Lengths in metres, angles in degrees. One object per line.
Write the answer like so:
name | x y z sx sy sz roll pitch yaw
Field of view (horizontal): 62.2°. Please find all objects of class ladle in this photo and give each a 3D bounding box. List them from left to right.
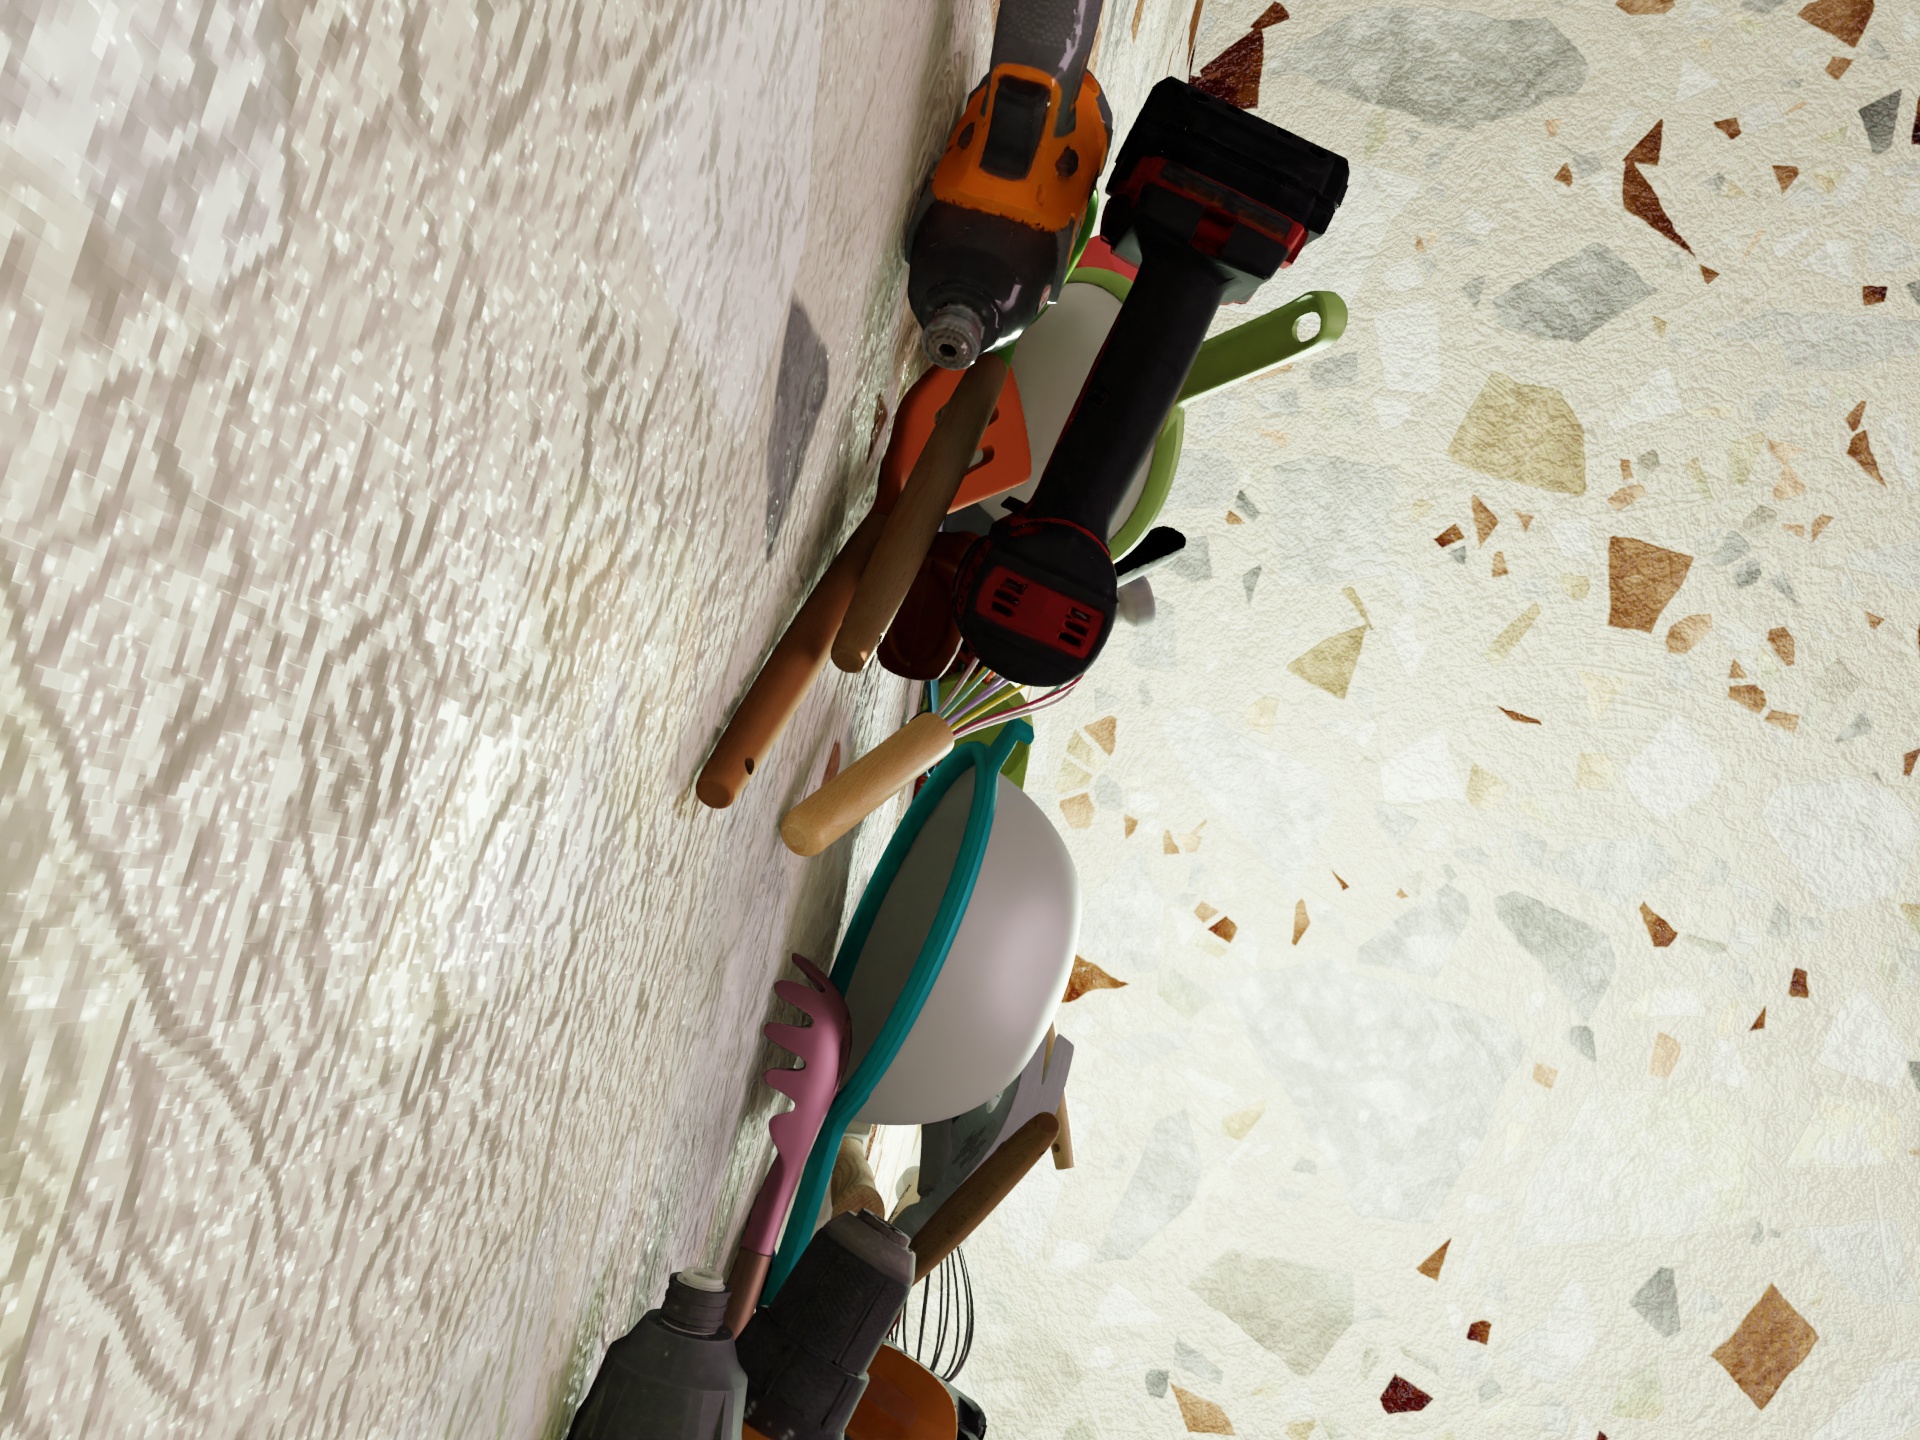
ladle | -0.019 0.251 0.741 0.069 0.031 0.315 -23 156 -37
ladle | 0.032 0.123 1.011 0.062 0.078 0.320 5 71 -51

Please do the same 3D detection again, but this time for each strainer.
strainer | -0.016 0.178 0.792 0.211 0.095 0.341 -45 -156 62
strainer | 0.065 -0.153 0.740 0.256 0.069 0.151 -10 -94 57

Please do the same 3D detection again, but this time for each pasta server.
pasta server | -0.108 0.262 0.714 0.060 0.040 0.316 81 27 -78

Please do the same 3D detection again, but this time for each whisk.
whisk | -0.014 0.273 0.930 0.055 0.055 0.239 98 -2 -49
whisk | -0.003 -0.002 0.723 0.245 0.047 0.051 -37 149 -47

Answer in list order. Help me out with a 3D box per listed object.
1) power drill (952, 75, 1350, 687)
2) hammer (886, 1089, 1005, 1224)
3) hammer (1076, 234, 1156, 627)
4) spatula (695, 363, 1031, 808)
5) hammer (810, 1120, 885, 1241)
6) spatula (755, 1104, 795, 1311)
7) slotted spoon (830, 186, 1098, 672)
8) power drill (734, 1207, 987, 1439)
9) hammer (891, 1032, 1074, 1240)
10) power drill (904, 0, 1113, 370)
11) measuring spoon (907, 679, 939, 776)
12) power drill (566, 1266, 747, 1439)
power drill | 0.061 -0.122 0.624 0.143 0.078 0.219 -94 -152 -81
hammer | -0.060 0.345 0.937 0.146 0.038 0.411 -59 173 26
hammer | 0.066 -0.153 1.013 0.386 0.143 0.038 86 -12 -63
spatula | -0.029 -0.064 0.605 0.323 0.041 0.081 -67 146 -55
hammer | -0.067 0.281 0.982 0.331 0.031 0.130 119 -17 -79
spatula | -0.072 0.214 0.876 0.082 0.044 0.318 106 0 -47
slotted spoon | 0.005 -0.128 0.634 0.070 0.031 0.314 105 5 -48
power drill | -0.057 0.295 0.649 0.185 0.084 0.226 -58 156 -12
hammer | -0.009 0.174 0.960 0.128 0.033 0.331 -48 -159 10
power drill | 0.027 -0.239 0.549 0.226 0.084 0.164 104 3 -53
measuring spoon | -0.025 -0.024 0.949 0.042 0.021 0.128 -68 161 -56
power drill | -0.105 0.251 0.424 0.223 0.080 0.171 96 9 -83
